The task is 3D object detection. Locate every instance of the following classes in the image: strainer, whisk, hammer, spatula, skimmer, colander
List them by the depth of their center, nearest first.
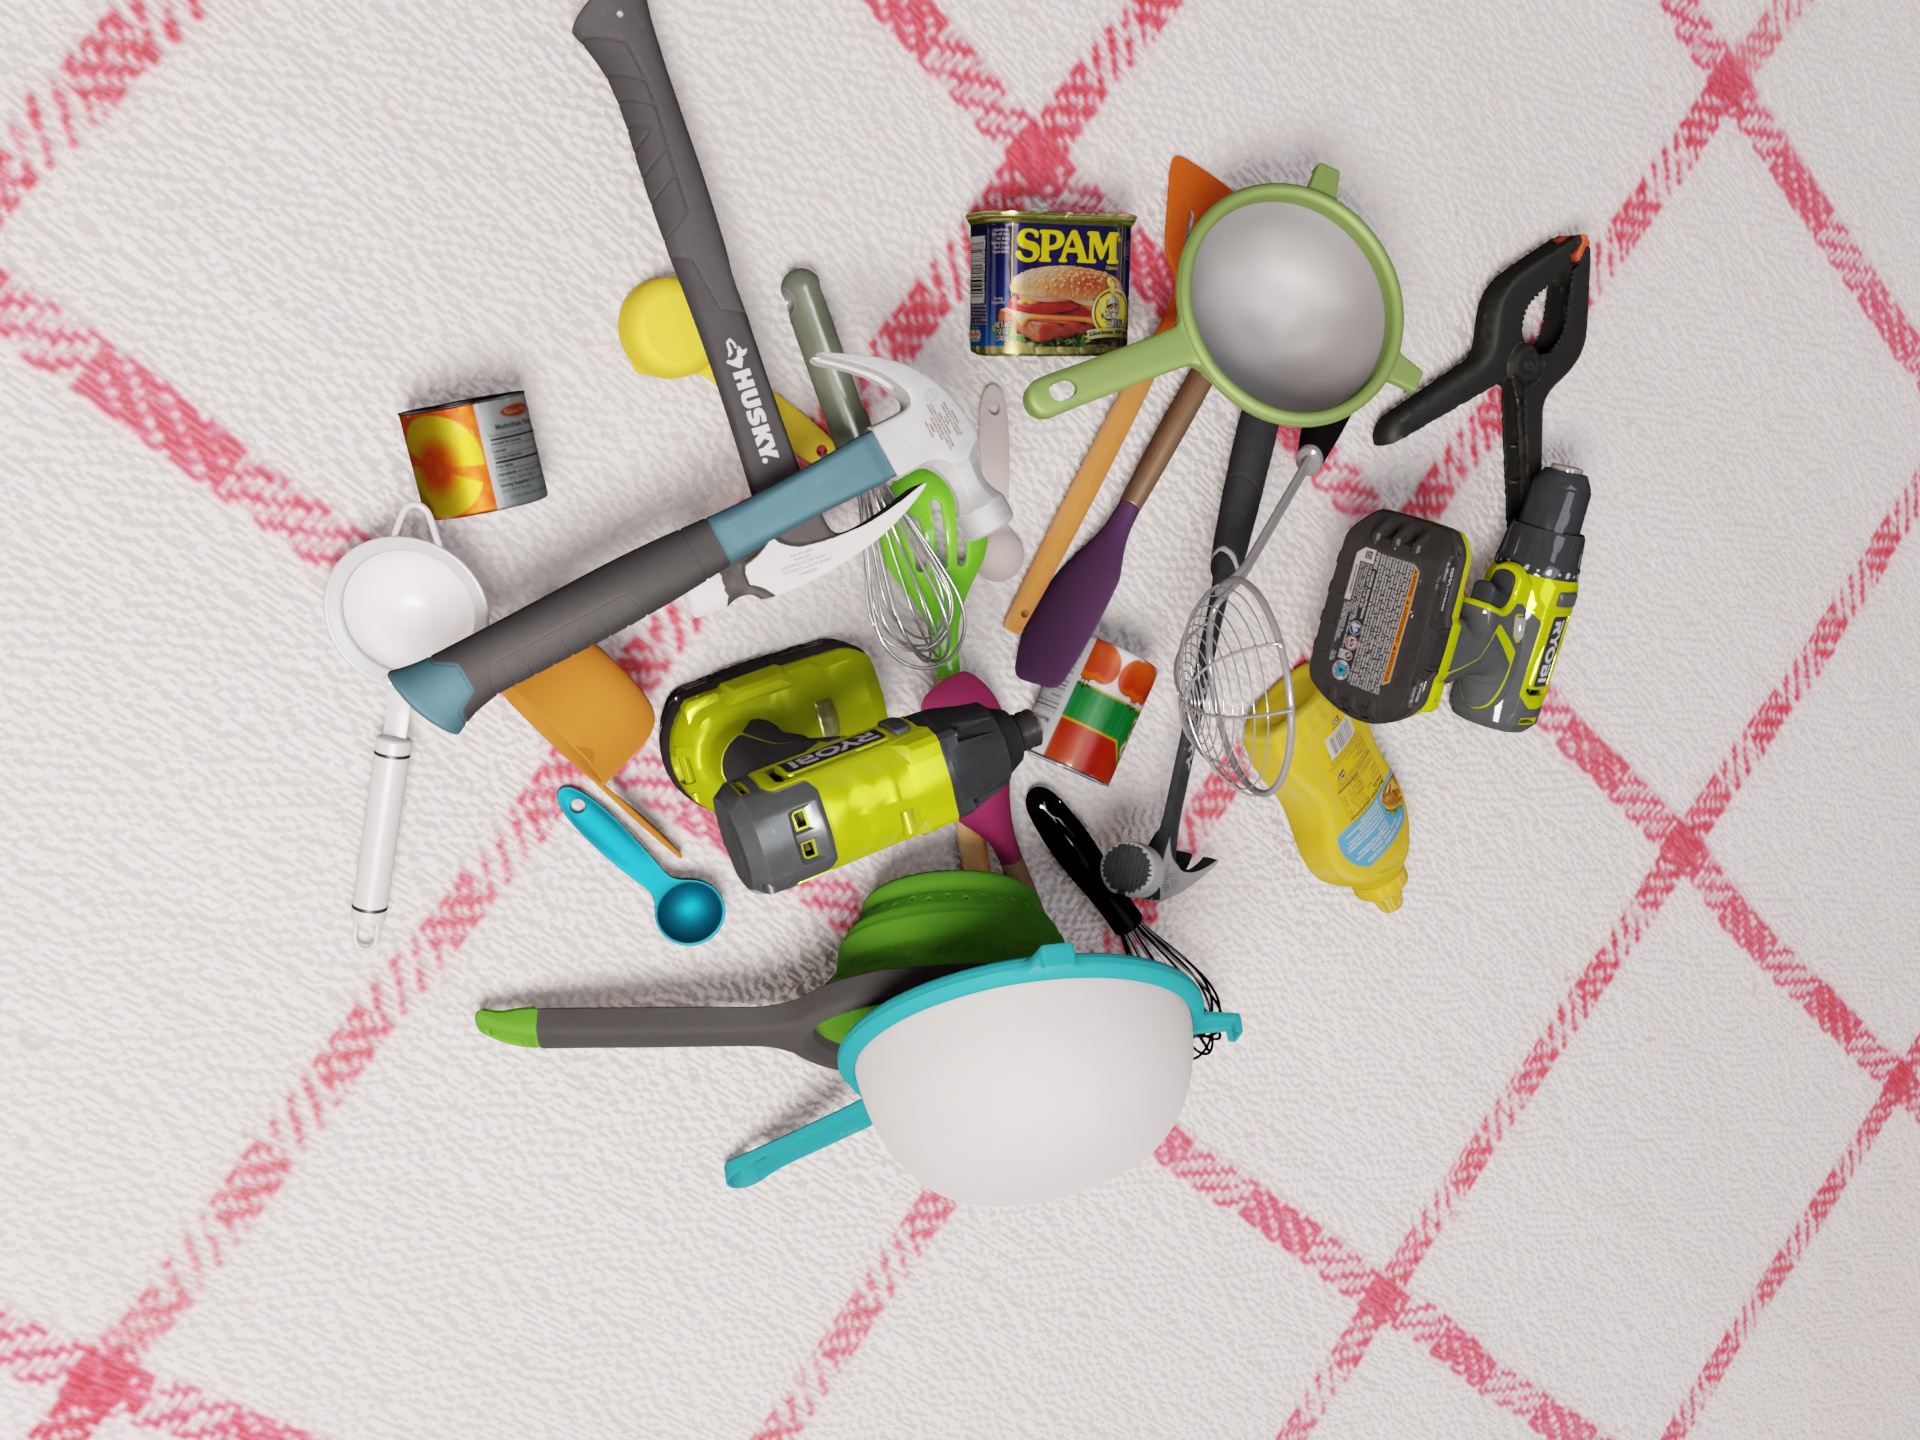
[{"bbox_3d":[-0.139,-0.086,0.837,0.331,0.033,0.128,-30,101,-11],"label":"hammer"},{"bbox_3d":[-0.309,0.005,0.867,0.087,0.050,0.258,11,102,-6],"label":"strainer"},{"bbox_3d":[-0.131,-0.235,0.867,0.146,0.035,0.334,-20,98,-14],"label":"hammer"},{"bbox_3d":[-0.008,0.243,0.915,0.340,0.095,0.210,-30,143,27],"label":"strainer"},{"bbox_3d":[-0.055,-0.146,0.937,0.059,0.058,0.246,-23,98,-22],"label":"whisk"},{"bbox_3d":[-0.085,0.149,0.964,0.397,0.204,0.095,1,64,-9],"label":"colander"},{"bbox_3d":[0.145,-0.227,0.968,0.256,0.069,0.151,-23,91,-15],"label":"strainer"},{"bbox_3d":[0.223,-0.113,0.989,0.090,0.127,0.363,25,57,13],"label":"skimmer"},{"bbox_3d":[0.103,-0.202,1.023,0.081,0.041,0.322,26,93,-27],"label":"spatula"},{"bbox_3d":[0.120,-0.160,1.027,0.018,0.060,0.316,37,78,-42],"label":"spatula"},{"bbox_3d":[0.173,-0.081,1.045,0.149,0.036,0.409,18,84,-65],"label":"hammer"},{"bbox_3d":[0.111,0.139,1.080,0.055,0.055,0.238,-39,109,-13],"label":"whisk"}]

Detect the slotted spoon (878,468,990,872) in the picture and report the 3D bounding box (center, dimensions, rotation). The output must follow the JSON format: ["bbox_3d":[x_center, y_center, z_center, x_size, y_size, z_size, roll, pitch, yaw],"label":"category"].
[{"bbox_3d":[-0.002,-0.003,1.011,0.070,0.031,0.313,-12,106,-15],"label":"slotted spoon"}]

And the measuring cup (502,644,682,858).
[{"bbox_3d":[-0.193,0.014,0.908,0.052,0.095,0.173,-48,133,-14],"label":"measuring cup"}]

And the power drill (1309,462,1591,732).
[{"bbox_3d":[0.348,-0.084,1.087,0.228,0.080,0.190,-4,113,-43],"label":"power drill"}]

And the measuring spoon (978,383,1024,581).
[{"bbox_3d":[0.025,-0.148,0.998,0.034,0.018,0.124,-8,104,-23],"label":"measuring spoon"}]

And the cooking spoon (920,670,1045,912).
[{"bbox_3d":[0.042,0.111,1.041,0.069,0.017,0.318,-35,118,-27],"label":"cooking spoon"}]

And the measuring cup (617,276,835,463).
[{"bbox_3d":[-0.126,-0.194,0.915,0.156,0.029,0.062,37,84,-24],"label":"measuring cup"}]

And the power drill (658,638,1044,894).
[{"bbox_3d":[-0.068,0.017,0.874,0.171,0.223,0.080,-21,108,-19],"label":"power drill"}]

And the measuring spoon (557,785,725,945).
[{"bbox_3d":[-0.192,0.083,0.950,0.042,0.021,0.128,-43,105,0],"label":"measuring spoon"}]
